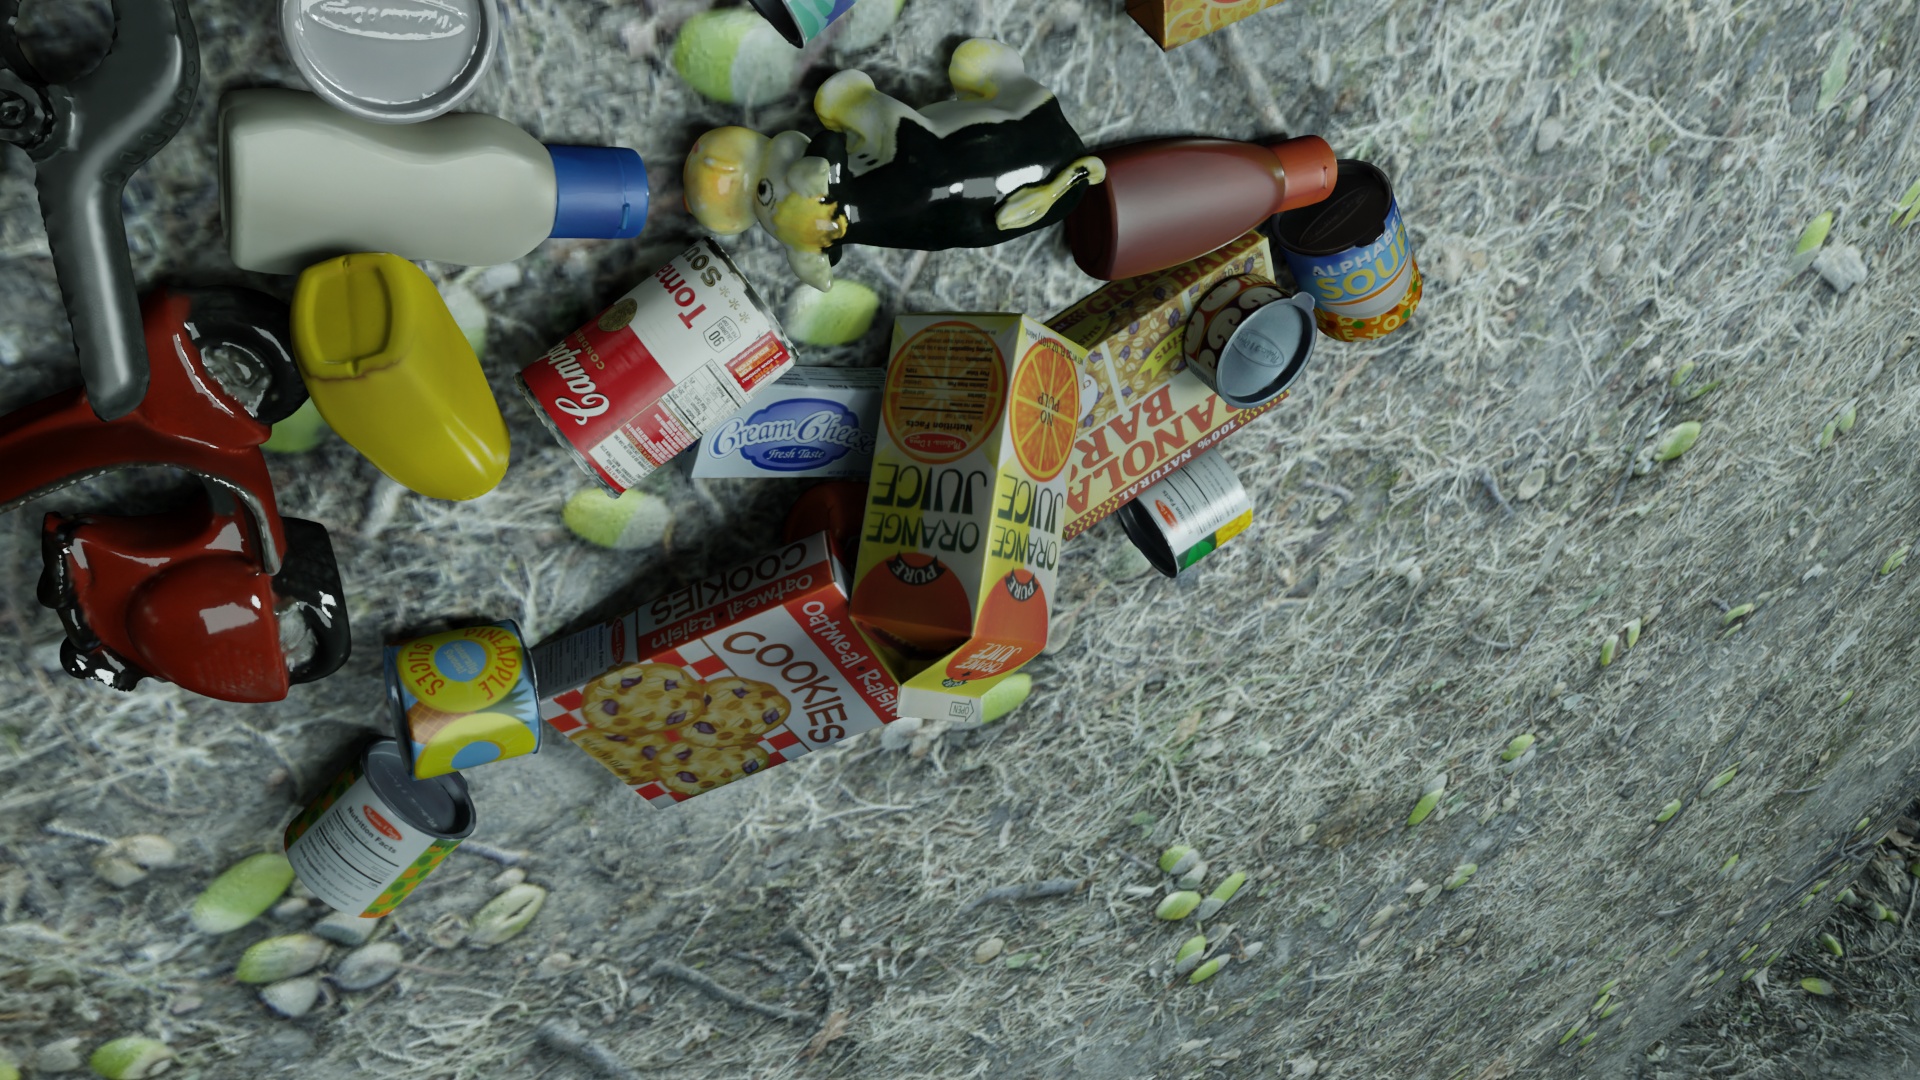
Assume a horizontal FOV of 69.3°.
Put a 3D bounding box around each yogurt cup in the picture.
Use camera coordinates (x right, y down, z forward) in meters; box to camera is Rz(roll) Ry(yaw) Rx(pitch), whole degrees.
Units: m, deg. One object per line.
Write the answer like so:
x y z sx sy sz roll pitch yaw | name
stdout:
-0.196 -0.182 0.467 0.072 0.054 0.072 -20 135 -21 | yogurt cup

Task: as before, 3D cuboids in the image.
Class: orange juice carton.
0.002 -0.008 0.672 0.072 0.073 0.192 15 82 -58 | orange juice carton

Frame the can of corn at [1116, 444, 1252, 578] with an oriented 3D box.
0.134 -0.020 0.843 0.058 0.071 0.071 -33 138 -9 | can of corn

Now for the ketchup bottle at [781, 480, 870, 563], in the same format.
-0.019 -0.006 0.753 0.149 0.043 0.064 -1 152 -36 | ketchup bottle

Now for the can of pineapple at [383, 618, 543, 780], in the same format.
-0.233 0.073 0.650 0.058 0.071 0.070 -11 131 -29 | can of pineapple

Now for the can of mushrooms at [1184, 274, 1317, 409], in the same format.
0.157 -0.109 0.745 0.071 0.033 0.070 -19 133 -21 | can of mushrooms

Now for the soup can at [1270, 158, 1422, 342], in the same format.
0.220 -0.159 0.780 0.071 0.071 0.083 -42 139 2 | soup can

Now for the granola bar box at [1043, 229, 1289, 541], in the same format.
0.104 -0.089 0.779 0.166 0.039 0.123 -33 138 -9 | granola bar box

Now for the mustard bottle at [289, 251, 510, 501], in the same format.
-0.212 -0.050 0.551 0.049 0.065 0.159 -11 159 -6 | mustard bottle

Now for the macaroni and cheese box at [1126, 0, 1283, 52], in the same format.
0.151 -0.303 0.604 0.167 0.040 0.123 -26 147 -8 | macaroni and cheese box

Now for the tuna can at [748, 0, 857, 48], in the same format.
-0.068 -0.221 0.521 0.033 0.071 0.071 -41 139 -1 | tuna can

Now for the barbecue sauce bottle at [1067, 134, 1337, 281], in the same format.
0.127 -0.179 0.716 0.149 0.044 0.064 -18 121 -24 | barbecue sauce bottle

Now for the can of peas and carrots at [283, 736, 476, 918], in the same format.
-0.280 0.139 0.675 0.058 0.071 0.071 -44 138 5 | can of peas and carrots

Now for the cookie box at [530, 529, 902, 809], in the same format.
-0.115 0.070 0.718 0.167 0.040 0.122 -22 139 9 | cookie box

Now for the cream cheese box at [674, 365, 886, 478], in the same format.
-0.084 -0.058 0.679 0.104 0.024 0.053 -3 125 -35 | cream cheese box

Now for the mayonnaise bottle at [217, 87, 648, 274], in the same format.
-0.194 -0.132 0.522 0.148 0.041 0.064 -7 136 -33 | mayonnaise bottle
